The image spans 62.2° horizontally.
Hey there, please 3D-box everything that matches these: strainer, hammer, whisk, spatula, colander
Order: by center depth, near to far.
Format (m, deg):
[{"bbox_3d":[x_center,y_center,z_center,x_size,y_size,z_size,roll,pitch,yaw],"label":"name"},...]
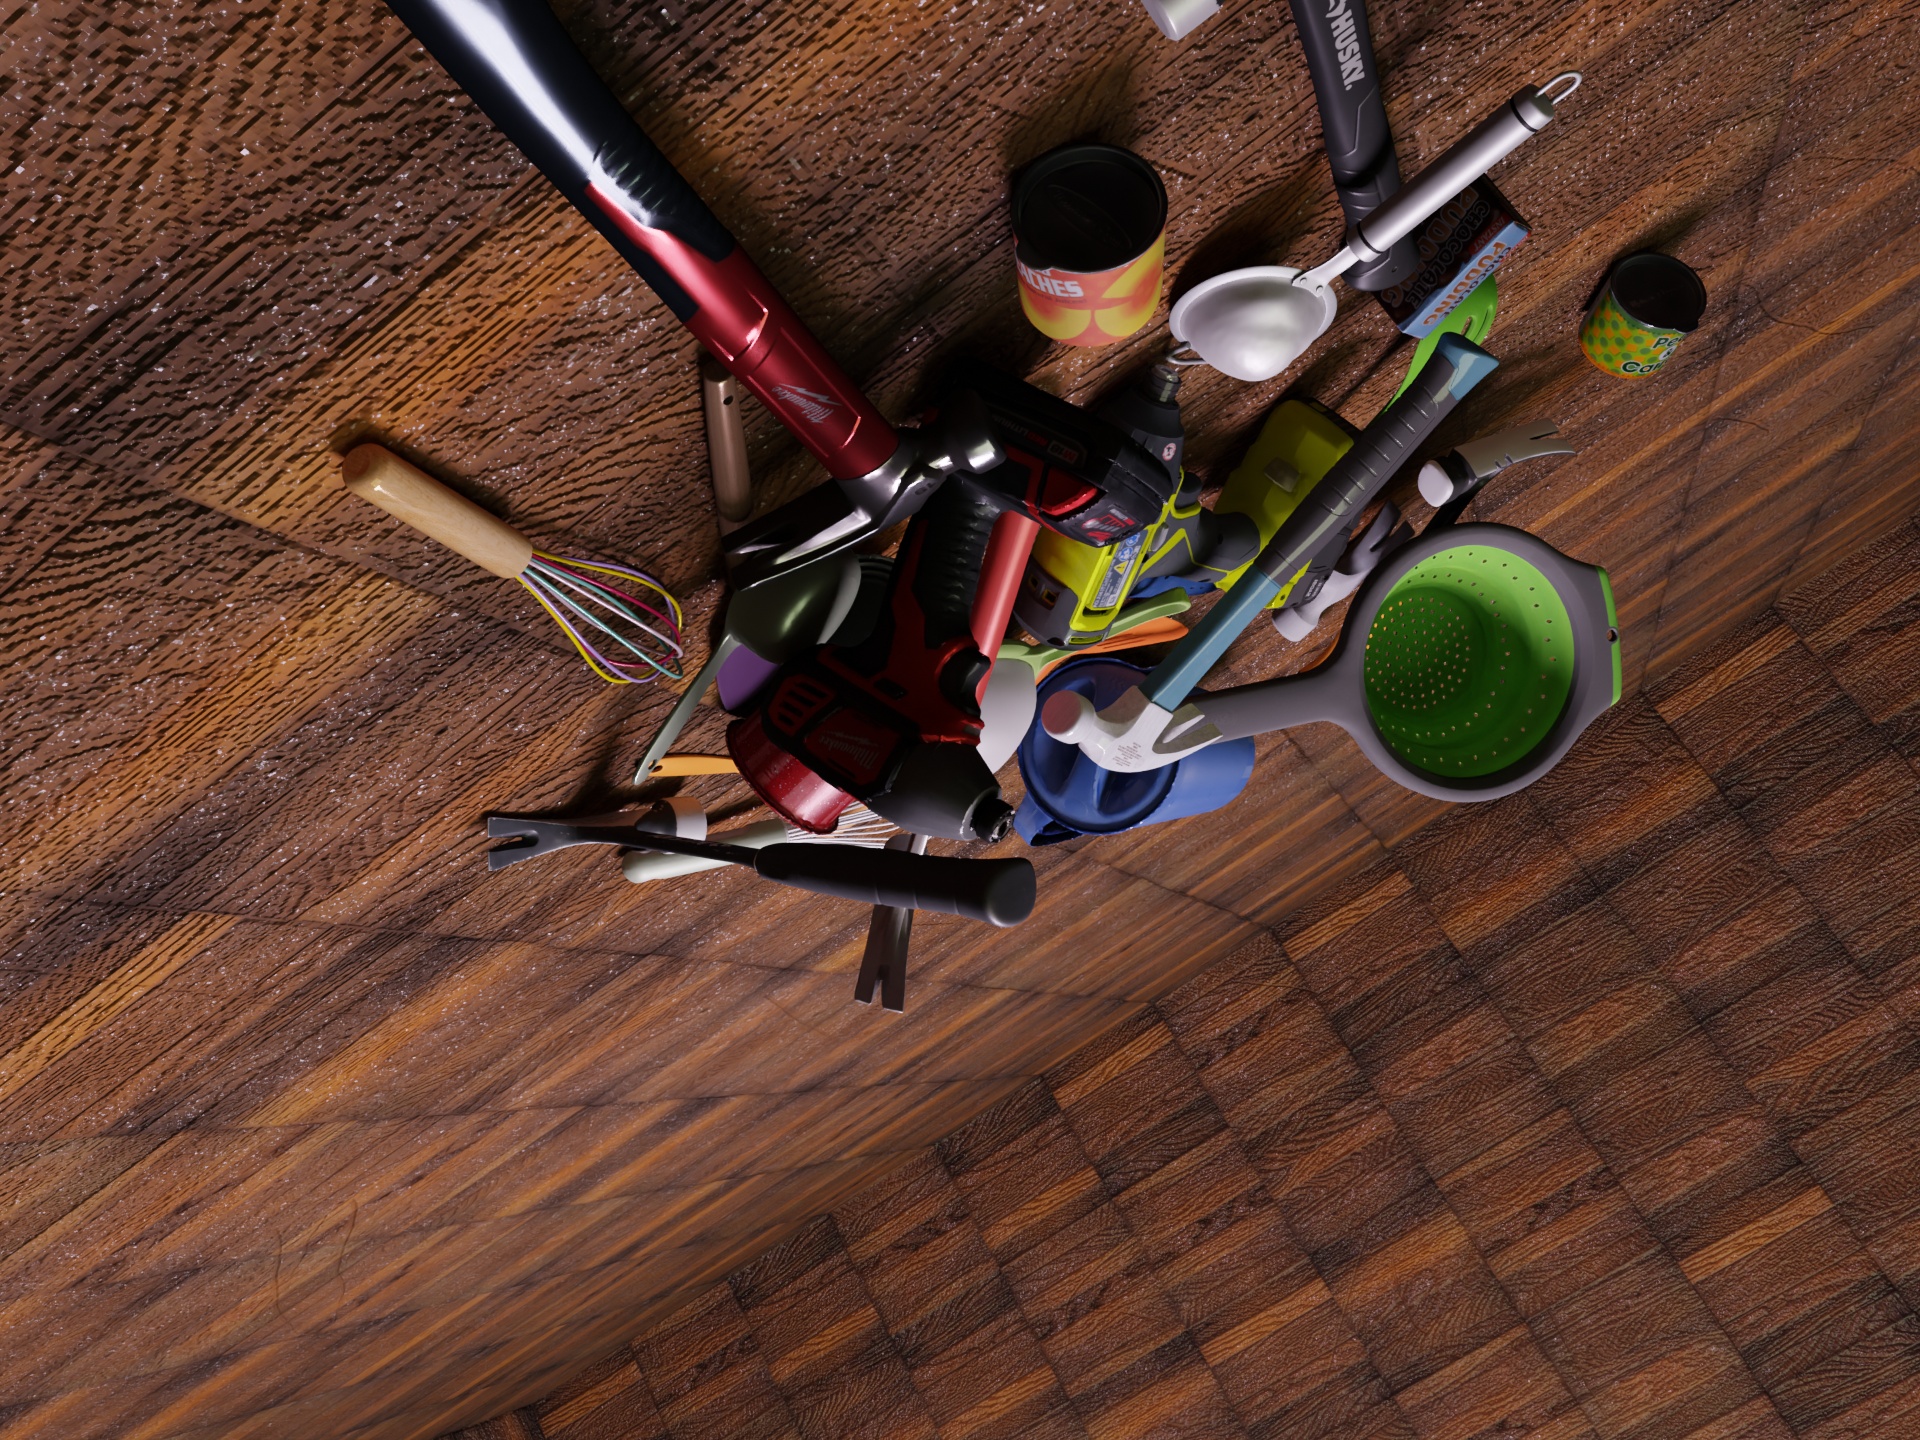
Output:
[{"bbox_3d":[-0.107,-0.155,0.582,0.143,0.038,0.386,-26,156,11],"label":"hammer"},{"bbox_3d":[-0.190,-0.063,0.715,0.047,0.051,0.244,-29,158,10],"label":"whisk"},{"bbox_3d":[0.184,-0.286,0.730,0.146,0.035,0.334,-35,160,11],"label":"hammer"},{"bbox_3d":[0.191,-0.228,0.776,0.086,0.050,0.258,12,150,-34],"label":"strainer"},{"bbox_3d":[-0.110,-0.084,0.812,0.060,0.018,0.315,-36,163,-17],"label":"spatula"},{"bbox_3d":[-0.109,0.072,0.838,0.149,0.036,0.409,-3,-178,-40],"label":"hammer"},{"bbox_3d":[-0.001,-0.003,0.925,0.036,0.149,0.358,15,122,-5],"label":"hammer"},{"bbox_3d":[0.192,-0.097,0.947,0.331,0.033,0.128,-49,142,12],"label":"hammer"},{"bbox_3d":[0.042,-0.011,1.063,0.256,0.069,0.151,-23,162,9],"label":"strainer"},{"bbox_3d":[-0.119,0.078,1.123,0.246,0.059,0.058,-11,-172,-26],"label":"whisk"},{"bbox_3d":[0.196,-0.109,1.160,0.405,0.035,0.144,-5,148,-50],"label":"hammer"},{"bbox_3d":[0.020,0.006,1.173,0.322,0.041,0.081,-36,161,16],"label":"spatula"},{"bbox_3d":[0.286,-0.030,1.180,0.397,0.204,0.094,-12,-171,-10],"label":"colander"},{"bbox_3d":[0.355,-0.115,1.268,0.127,0.034,0.336,-21,158,-22],"label":"hammer"}]

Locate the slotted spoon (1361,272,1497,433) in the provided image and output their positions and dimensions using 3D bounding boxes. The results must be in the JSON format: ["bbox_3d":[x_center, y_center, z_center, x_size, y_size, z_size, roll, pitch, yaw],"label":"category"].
[{"bbox_3d":[0.254,-0.162,1.052,0.070,0.031,0.313,-11,143,-48],"label":"slotted spoon"}]

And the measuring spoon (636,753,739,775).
[{"bbox_3d":[-0.163,0.032,1.015,0.021,0.011,0.116,-41,158,25],"label":"measuring spoon"}]

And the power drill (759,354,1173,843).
[{"bbox_3d":[0.005,-0.052,0.781,0.219,0.143,0.078,-61,153,6],"label":"power drill"}]

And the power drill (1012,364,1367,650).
[{"bbox_3d":[0.146,-0.132,0.959,0.223,0.080,0.171,-9,133,-41],"label":"power drill"}]

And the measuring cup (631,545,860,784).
[{"bbox_3d":[-0.110,-0.027,0.826,0.167,0.038,0.083,-55,167,-3],"label":"measuring cup"}]
